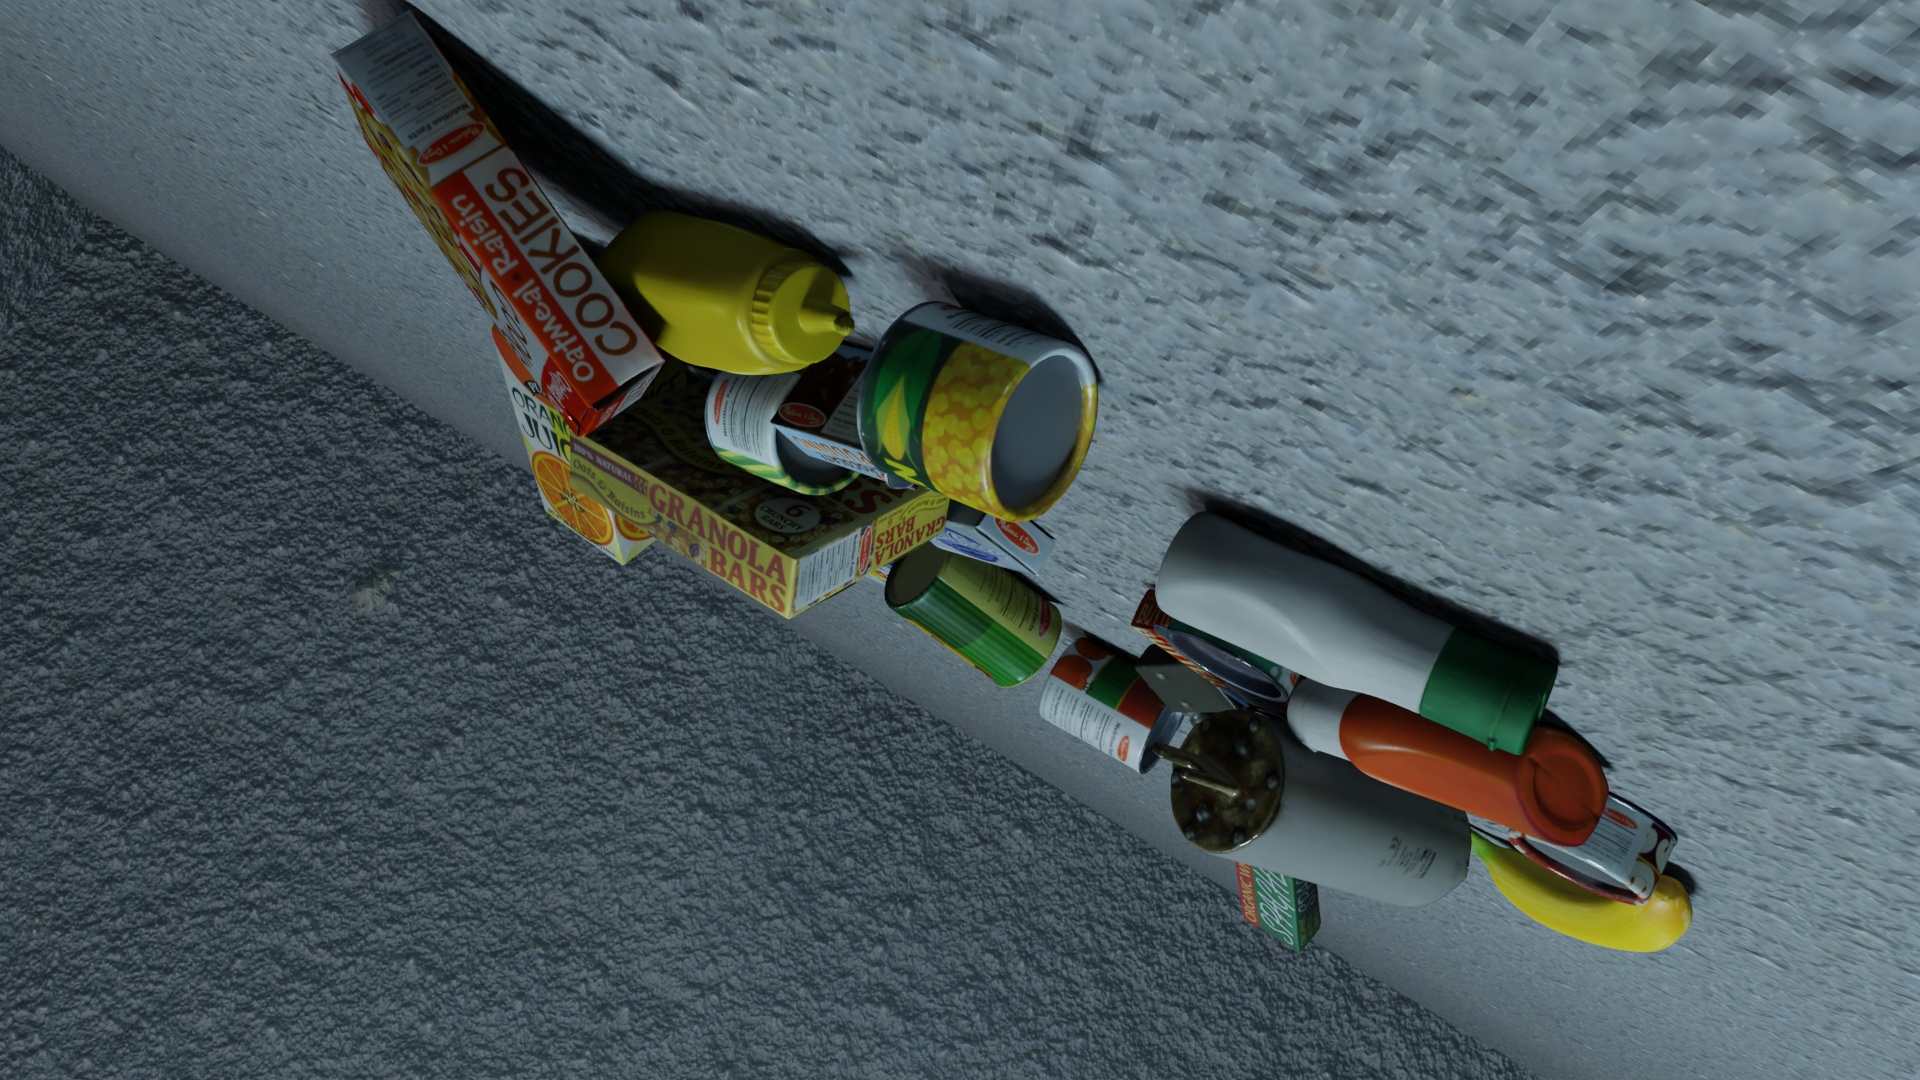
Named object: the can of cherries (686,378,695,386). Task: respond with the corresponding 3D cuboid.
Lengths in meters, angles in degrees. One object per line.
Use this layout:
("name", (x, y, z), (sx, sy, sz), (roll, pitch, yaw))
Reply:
("can of cherries", (-0.186, -0.071, 0.915), (0.058, 0.071, 0.071), (28, 169, 19))

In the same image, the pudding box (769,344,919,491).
("pudding box", (-0.041, -0.057, 0.619), (0.084, 0.050, 0.030), (20, 162, 45))

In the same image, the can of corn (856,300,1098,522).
("can of corn", (0.006, -0.043, 0.491), (0.058, 0.071, 0.071), (23, 167, 34))

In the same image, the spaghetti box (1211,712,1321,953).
("spaghetti box", (0.203, 0.188, 0.907), (0.050, 0.029, 0.248), (27, 148, 37))

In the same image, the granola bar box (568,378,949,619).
("granola bar box", (-0.107, -0.031, 0.743), (0.166, 0.125, 0.038), (28, 126, 28))

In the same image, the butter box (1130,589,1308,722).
("butter box", (0.143, 0.063, 0.734), (0.103, 0.024, 0.053), (35, 168, -22))

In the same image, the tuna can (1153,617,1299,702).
("tuna can", (0.131, 0.045, 0.663), (0.071, 0.033, 0.071), (30, 170, 6))

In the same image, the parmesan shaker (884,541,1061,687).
("parmesan shaker", (0.008, 0.041, 0.916), (0.103, 0.071, 0.071), (37, 168, -27))

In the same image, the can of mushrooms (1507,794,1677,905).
("can of mushrooms", (0.293, 0.140, 0.647), (0.071, 0.033, 0.071), (29, 169, 7))

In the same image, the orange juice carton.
("orange juice carton", (-0.206, -0.083, 0.794), (0.072, 0.073, 0.191), (31, 145, 23))

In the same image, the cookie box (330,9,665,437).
("cookie box", (-0.198, -0.126, 0.603), (0.167, 0.040, 0.123), (55, 165, -9))

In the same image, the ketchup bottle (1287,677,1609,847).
("ketchup bottle", (0.212, 0.094, 0.631), (0.064, 0.043, 0.149), (38, 168, -28))

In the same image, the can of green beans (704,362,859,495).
("can of green beans", (-0.082, -0.060, 0.681), (0.058, 0.071, 0.071), (19, 164, 46))

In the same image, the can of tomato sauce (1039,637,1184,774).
("can of tomato sauce", (0.108, 0.113, 0.972), (0.083, 0.071, 0.071), (27, 169, 24))

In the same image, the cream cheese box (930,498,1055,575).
("cream cheese box", (0.003, -0.010, 0.792), (0.053, 0.024, 0.104), (38, 168, -33))

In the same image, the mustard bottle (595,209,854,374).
("mustard bottle", (-0.088, -0.097, 0.565), (0.160, 0.049, 0.065), (20, 159, 45))

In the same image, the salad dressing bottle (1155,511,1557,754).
("salad dressing bottle", (0.149, 0.035, 0.534), (0.148, 0.044, 0.064), (25, 166, 27))

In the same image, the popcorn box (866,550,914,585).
("popcorn box", (-0.062, 0.001, 0.994), (0.127, 0.038, 0.085), (24, 168, 35))
